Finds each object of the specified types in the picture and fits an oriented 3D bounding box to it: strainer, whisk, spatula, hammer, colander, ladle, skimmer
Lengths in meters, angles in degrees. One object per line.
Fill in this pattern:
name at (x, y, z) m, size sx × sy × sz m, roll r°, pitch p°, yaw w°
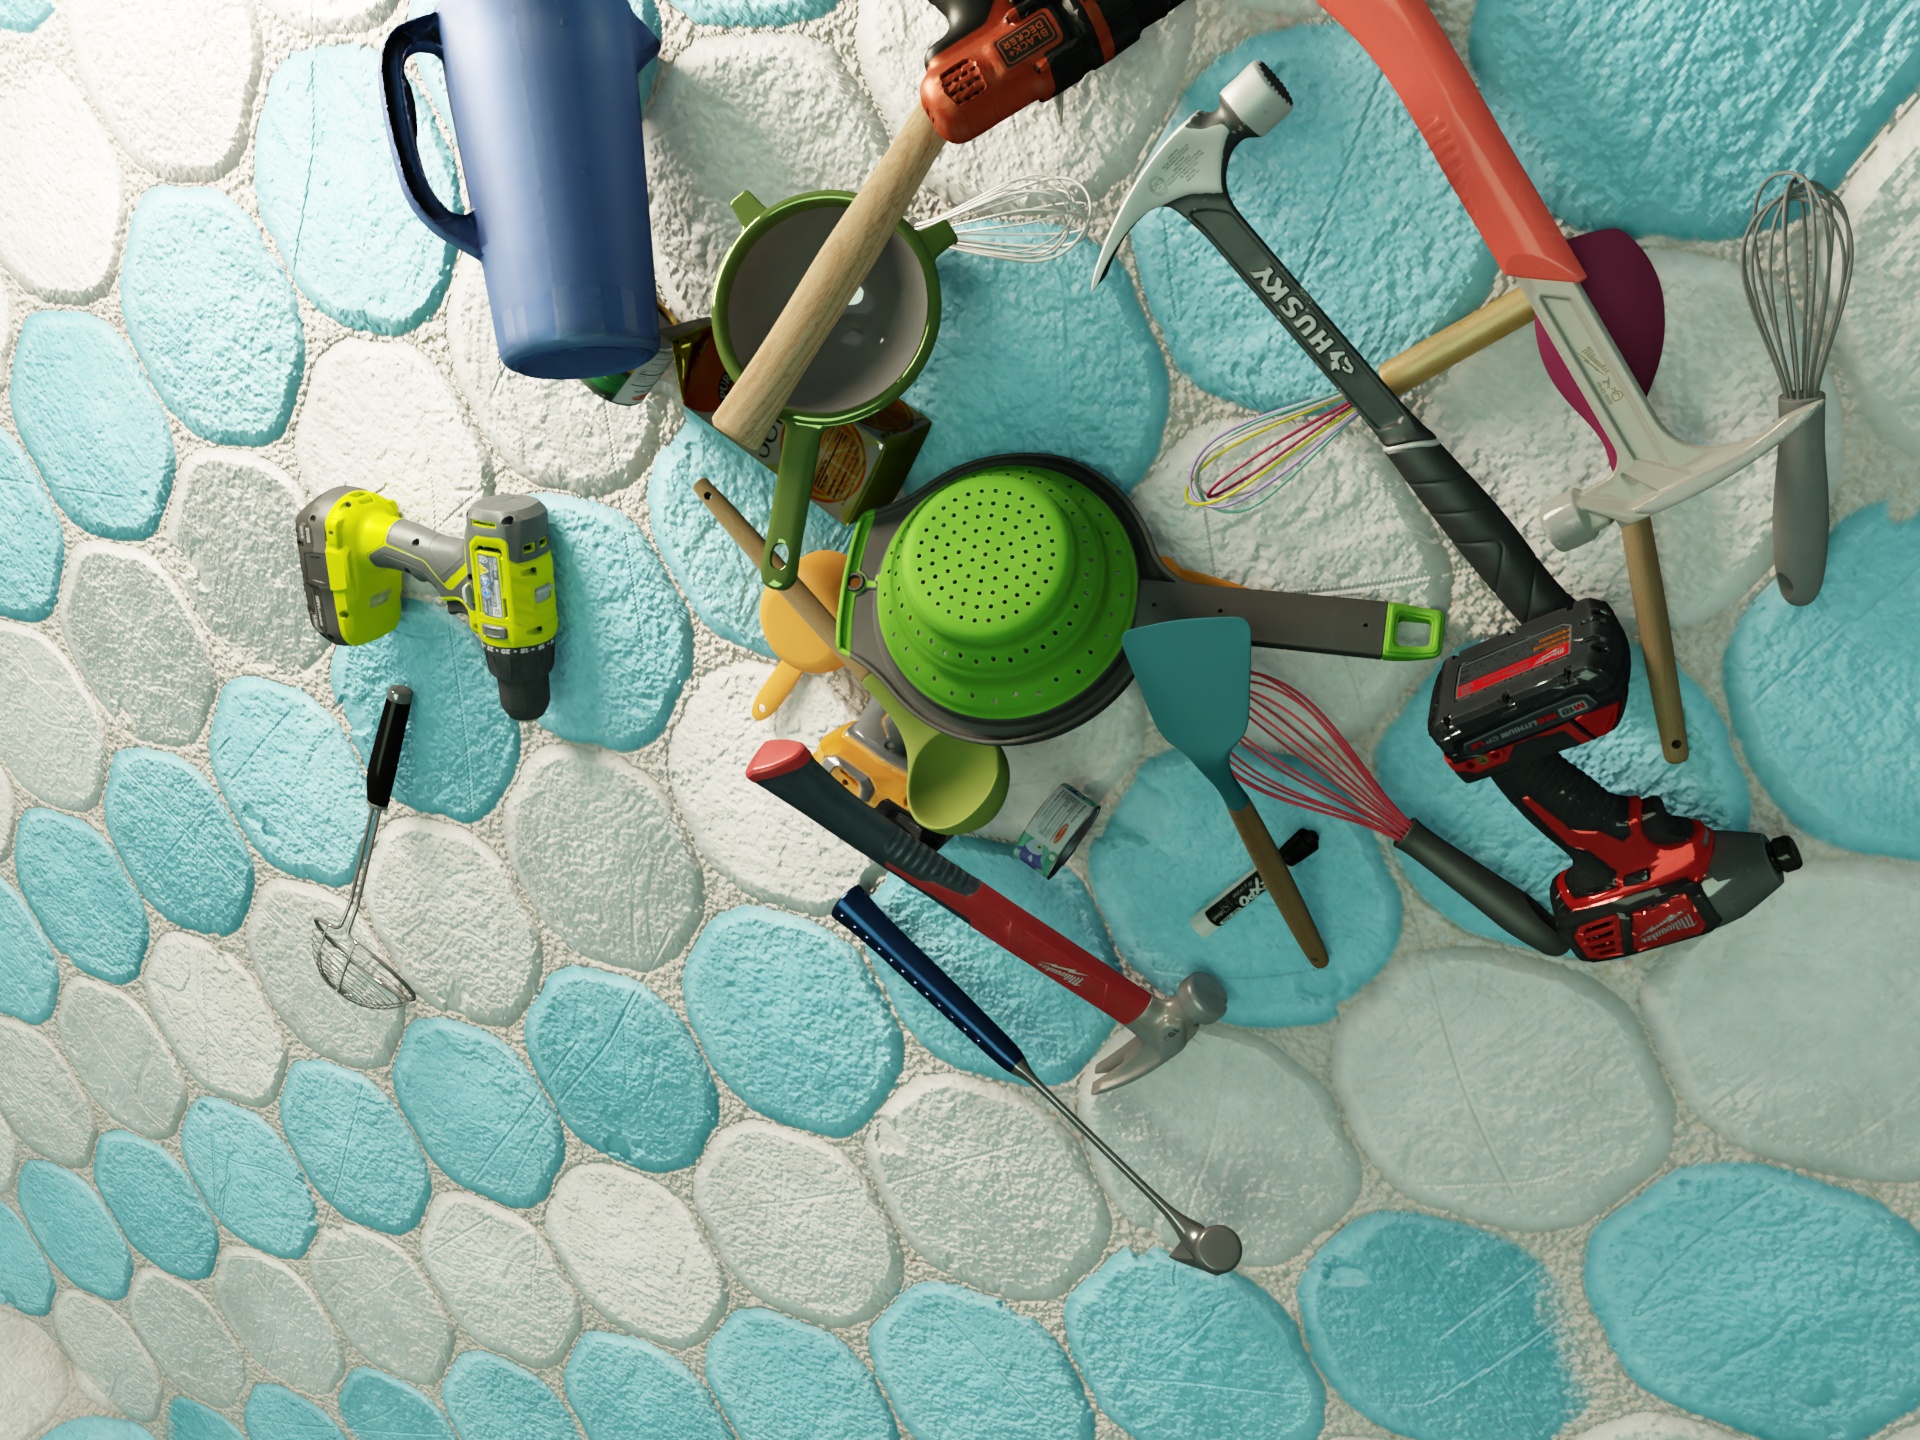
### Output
strainer at (-0.091, -0.210, 1.041) m, size 0.151 × 0.069 × 0.256 m, roll 11°, pitch 93°, yaw 10°
whisk at (0.448, -0.173, 0.852) m, size 0.055 × 0.055 × 0.238 m, roll 0°, pitch 116°, yaw 29°
spatula at (0.192, 0.061, 1.035) m, size 0.082 × 0.044 × 0.317 m, roll -6°, pitch 136°, yaw 29°
whisk at (0.239, -0.190, 0.959) m, size 0.245 × 0.047 × 0.051 m, roll -27°, pitch 95°, yaw 31°
hammer at (0.003, 0.142, 1.160) m, size 0.386 × 0.038 × 0.143 m, roll 35°, pitch 127°, yaw -13°
whisk at (0.274, 0.062, 1.041) m, size 0.296 × 0.073 × 0.073 m, roll 36°, pitch 124°, yaw 4°
hammer at (0.052, 0.279, 1.245) m, size 0.406 × 0.035 × 0.144 m, roll 42°, pitch 166°, yaw 15°
hammer at (0.306, -0.277, 0.859) m, size 0.149 × 0.036 × 0.359 m, roll -31°, pitch 88°, yaw 38°
colander at (0.103, -0.083, 1.007) m, size 0.397 × 0.094 × 0.204 m, roll 6°, pitch 78°, yaw 13°
whisk at (-0.024, -0.319, 1.045) m, size 0.246 × 0.057 × 0.059 m, roll 3°, pitch 78°, yaw 32°
hammer at (0.245, -0.172, 0.926) m, size 0.149 × 0.036 × 0.409 m, roll -37°, pitch 101°, yaw 29°
ladle at (-0.083, -0.051, 1.102) m, size 0.078 × 0.062 × 0.320 m, roll -43°, pitch 83°, yaw 9°
skimmer at (-0.555, 0.126, 1.541) m, size 0.127 × 0.090 × 0.363 m, roll 27°, pitch 112°, yaw 20°
hammer at (-0.050, -0.313, 0.982) m, size 0.130 × 0.031 × 0.331 m, roll 34°, pitch 96°, yaw 9°

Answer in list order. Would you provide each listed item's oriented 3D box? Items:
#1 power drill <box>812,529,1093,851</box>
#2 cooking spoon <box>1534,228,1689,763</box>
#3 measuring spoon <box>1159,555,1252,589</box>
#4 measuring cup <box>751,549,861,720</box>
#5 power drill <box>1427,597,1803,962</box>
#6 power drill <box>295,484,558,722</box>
power drill at (-0.002, -0.004, 1.153) m, size 0.185 × 0.084 × 0.226 m, roll 32°, pitch 118°, yaw 11°
cooking spoon at (0.388, -0.121, 0.916) m, size 0.069 × 0.017 × 0.318 m, roll -13°, pitch 107°, yaw 14°
measuring spoon at (0.178, -0.081, 1.057) m, size 0.117 × 0.011 × 0.021 m, roll 24°, pitch 121°, yaw 18°
measuring cup at (-0.129, -0.051, 1.214) m, size 0.095 × 0.052 × 0.173 m, roll 42°, pitch 123°, yaw 6°
power drill at (0.386, 0.044, 0.941) m, size 0.143 × 0.079 × 0.219 m, roll -26°, pitch 112°, yaw 36°
power drill at (-0.442, -0.104, 1.350) m, size 0.228 × 0.080 × 0.190 m, roll 12°, pitch 116°, yaw 21°
